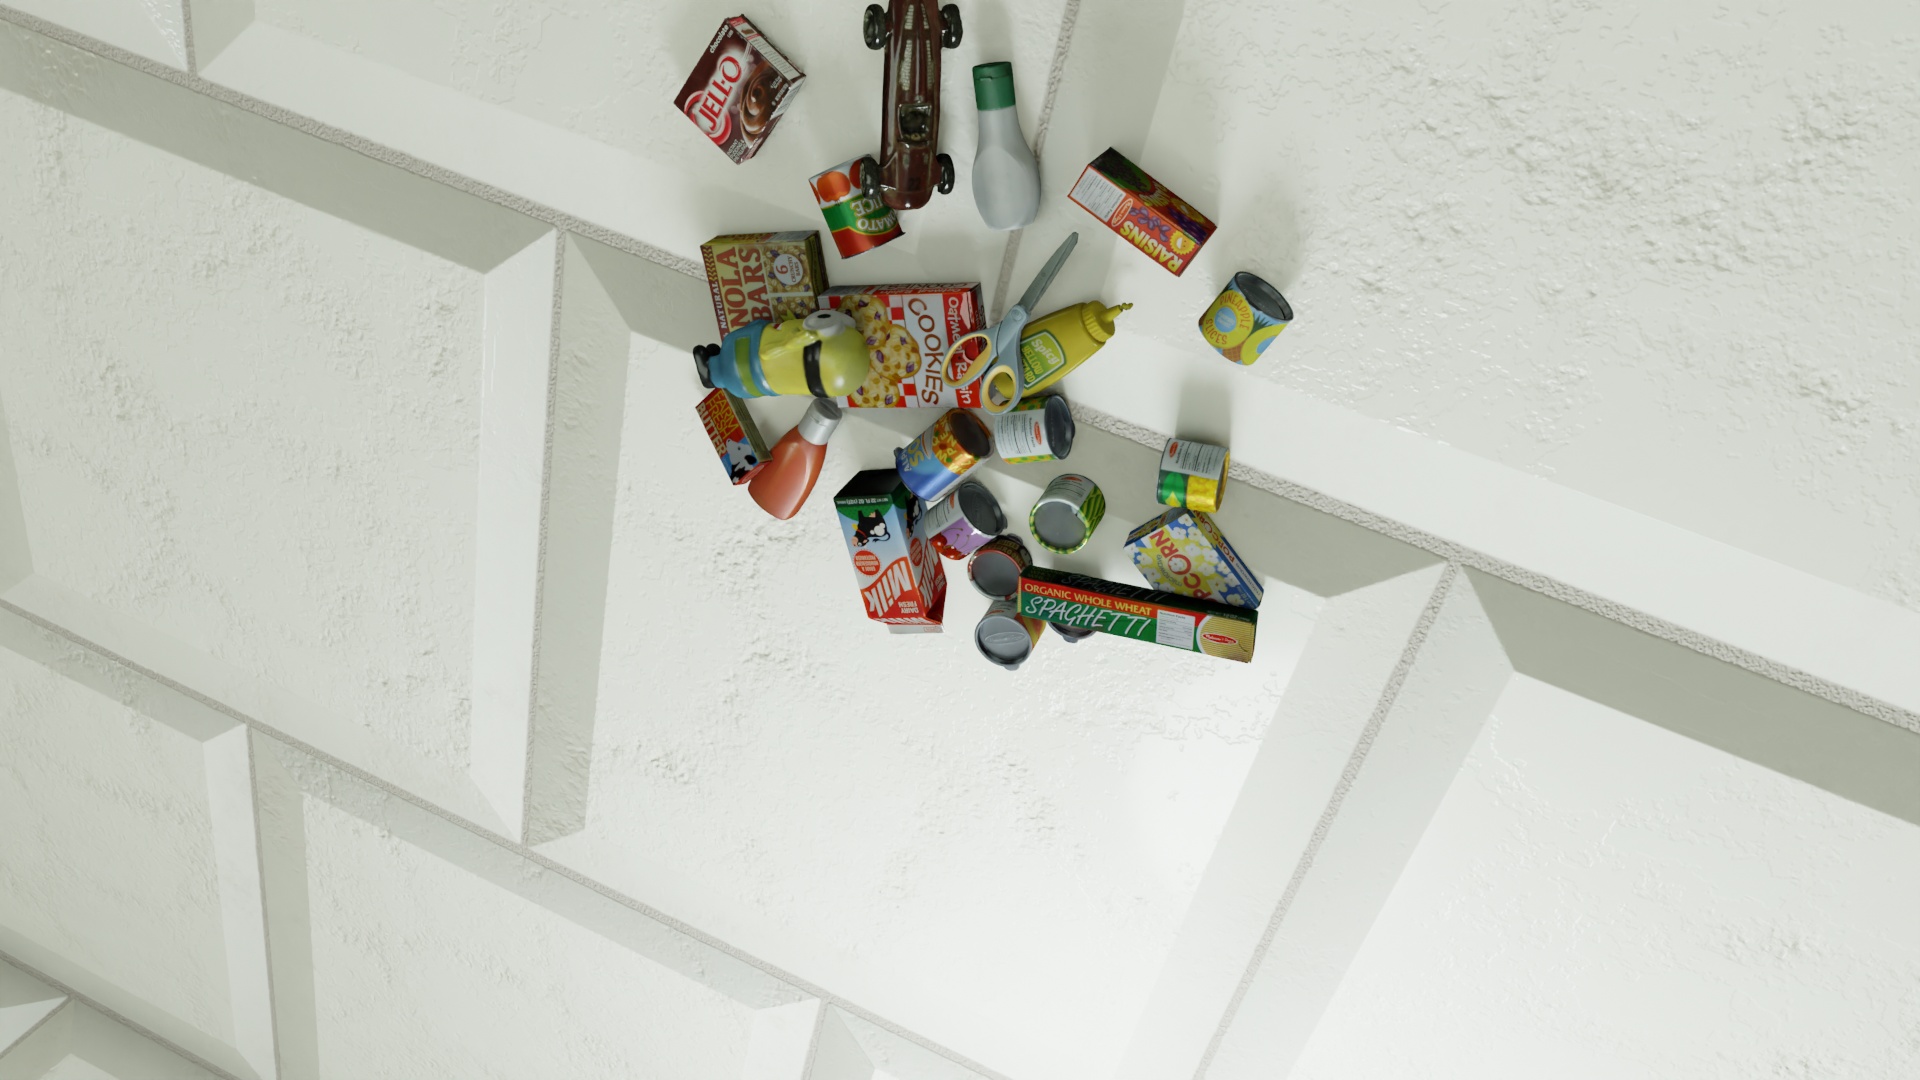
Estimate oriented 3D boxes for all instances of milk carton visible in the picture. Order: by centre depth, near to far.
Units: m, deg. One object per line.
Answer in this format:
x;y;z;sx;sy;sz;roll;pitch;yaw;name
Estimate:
-0.070;0.021;1.521;0.072;0.074;0.189;-2;116;24;milk carton

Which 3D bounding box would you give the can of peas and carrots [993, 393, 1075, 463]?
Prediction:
0.074;-0.111;1.392;0.058;0.071;0.070;-4;115;28;can of peas and carrots

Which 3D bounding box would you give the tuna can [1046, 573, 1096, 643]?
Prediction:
0.124;0.073;1.491;0.071;0.033;0.070;10;120;18;tuna can

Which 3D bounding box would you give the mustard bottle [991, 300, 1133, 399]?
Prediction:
0.098;-0.194;1.345;0.159;0.049;0.065;-27;100;32;mustard bottle

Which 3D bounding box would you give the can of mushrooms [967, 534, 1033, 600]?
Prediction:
0.043;0.029;1.501;0.071;0.034;0.070;11;121;19;can of mushrooms

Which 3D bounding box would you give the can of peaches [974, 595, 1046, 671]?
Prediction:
0.056;0.098;1.519;0.071;0.058;0.071;10;121;17;can of peaches

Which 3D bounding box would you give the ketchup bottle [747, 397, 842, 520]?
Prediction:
-0.178;-0.092;1.523;0.065;0.044;0.148;40;125;6;ketchup bottle

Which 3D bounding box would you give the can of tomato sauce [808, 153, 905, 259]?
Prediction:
-0.100;-0.325;1.348;0.071;0.071;0.083;-13;110;29;can of tomato sauce

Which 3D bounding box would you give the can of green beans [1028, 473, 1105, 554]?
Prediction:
0.110;-0.027;1.427;0.071;0.058;0.071;10;121;18;can of green beans

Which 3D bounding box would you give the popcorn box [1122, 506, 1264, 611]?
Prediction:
0.238;0.030;1.415;0.085;0.038;0.126;-31;102;35;popcorn box

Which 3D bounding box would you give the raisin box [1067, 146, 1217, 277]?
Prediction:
0.164;-0.294;1.240;0.123;0.086;0.040;37;120;1;raisin box

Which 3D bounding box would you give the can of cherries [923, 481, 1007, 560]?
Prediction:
0.005;-0.018;1.472;0.058;0.072;0.071;-36;99;34;can of cherries

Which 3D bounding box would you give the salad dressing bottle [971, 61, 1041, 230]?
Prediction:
0.038;-0.364;1.283;0.064;0.044;0.147;3;117;24;salad dressing bottle

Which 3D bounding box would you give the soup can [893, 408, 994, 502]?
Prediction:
-0.018;-0.091;1.441;0.071;0.072;0.083;48;124;-7;soup can

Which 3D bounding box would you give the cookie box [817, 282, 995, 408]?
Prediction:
-0.054;-0.197;1.414;0.167;0.040;0.122;3;117;22;cookie box

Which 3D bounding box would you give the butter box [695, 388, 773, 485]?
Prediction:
-0.250;-0.118;1.529;0.053;0.024;0.103;-36;76;35;butter box

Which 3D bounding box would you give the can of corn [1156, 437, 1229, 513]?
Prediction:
0.227;-0.061;1.354;0.058;0.071;0.070;11;121;17;can of corn

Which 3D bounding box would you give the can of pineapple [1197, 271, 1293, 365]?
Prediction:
0.257;-0.201;1.262;0.071;0.071;0.057;38;125;0;can of pineapple

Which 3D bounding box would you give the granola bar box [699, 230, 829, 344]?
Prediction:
-0.195;-0.236;1.454;0.124;0.039;0.164;2;117;22;granola bar box

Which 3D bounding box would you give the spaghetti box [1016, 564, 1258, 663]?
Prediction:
0.179;0.074;1.424;0.250;0.029;0.050;11;122;20;spaghetti box
